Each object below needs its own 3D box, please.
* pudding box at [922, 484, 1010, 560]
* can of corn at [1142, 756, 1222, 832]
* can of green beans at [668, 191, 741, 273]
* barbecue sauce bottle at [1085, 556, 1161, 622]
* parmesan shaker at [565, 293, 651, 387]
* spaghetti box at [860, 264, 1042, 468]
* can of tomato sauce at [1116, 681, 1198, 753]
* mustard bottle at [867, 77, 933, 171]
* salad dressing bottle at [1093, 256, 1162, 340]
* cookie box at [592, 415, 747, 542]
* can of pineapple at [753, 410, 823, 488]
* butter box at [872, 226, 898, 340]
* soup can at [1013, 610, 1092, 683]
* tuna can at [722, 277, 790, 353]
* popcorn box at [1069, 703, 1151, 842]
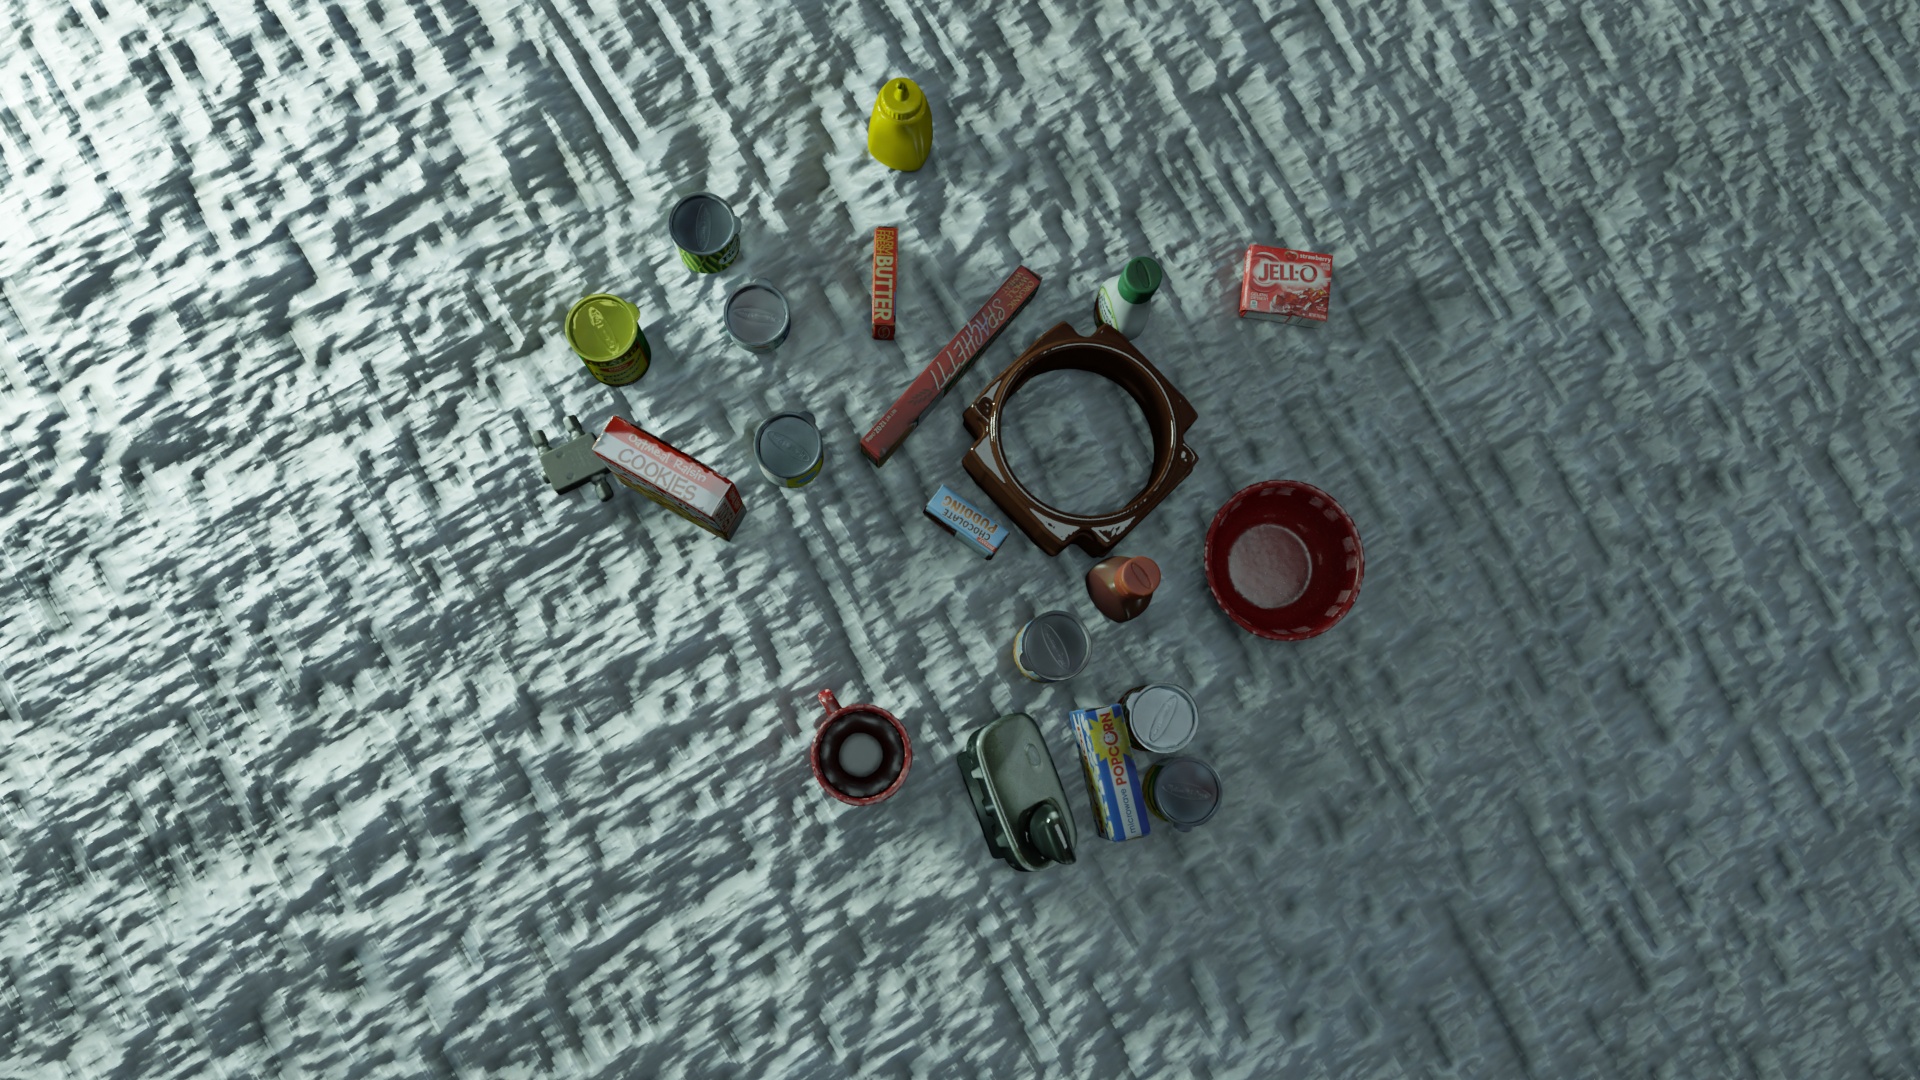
[{"bbox_3d":[0.005,-0.017,1.370,0.084,0.049,0.030,35,81,1],"label":"pudding box"},{"bbox_3d":[0.213,0.244,1.342,0.071,0.058,0.071,1,81,-4],"label":"can of corn"},{"bbox_3d":[-0.256,-0.307,1.391,0.071,0.057,0.071,1,81,-4],"label":"can of green beans"},{"bbox_3d":[0.157,0.043,1.323,0.044,0.148,0.065,-35,86,-8],"label":"barbecue sauce bottle"},{"bbox_3d":[-0.336,-0.193,1.344,0.071,0.103,0.071,1,82,-4],"label":"parmesan shaker"},{"bbox_3d":[-0.009,-0.175,1.394,0.029,0.050,0.250,41,80,2],"label":"spaghetti box"},{"bbox_3d":[0.185,0.171,1.339,0.071,0.083,0.071,1,82,-4],"label":"can of tomato sauce"},{"bbox_3d":[-0.058,-0.417,1.372,0.065,0.160,0.049,16,81,-2],"label":"mustard bottle"},{"bbox_3d":[0.166,-0.239,1.368,0.044,0.147,0.064,-16,83,-7],"label":"salad dressing bottle"},{"bbox_3d":[-0.266,-0.055,1.295,0.123,0.167,0.040,29,81,0],"label":"cookie box"},{"bbox_3d":[-0.166,-0.089,1.364,0.071,0.057,0.071,1,81,-4],"label":"can of pineapple"},{"bbox_3d":[-0.076,-0.259,1.400,0.024,0.053,0.103,2,81,-4],"label":"butter box"},{"bbox_3d":[0.085,0.105,1.341,0.071,0.083,0.071,1,82,-4],"label":"soup can"},{"bbox_3d":[-0.203,-0.226,1.395,0.071,0.033,0.071,1,81,-4],"label":"tuna can"},{"bbox_3d":[0.142,0.221,1.326,0.038,0.085,0.127,-12,82,-6],"label":"popcorn box"}]
